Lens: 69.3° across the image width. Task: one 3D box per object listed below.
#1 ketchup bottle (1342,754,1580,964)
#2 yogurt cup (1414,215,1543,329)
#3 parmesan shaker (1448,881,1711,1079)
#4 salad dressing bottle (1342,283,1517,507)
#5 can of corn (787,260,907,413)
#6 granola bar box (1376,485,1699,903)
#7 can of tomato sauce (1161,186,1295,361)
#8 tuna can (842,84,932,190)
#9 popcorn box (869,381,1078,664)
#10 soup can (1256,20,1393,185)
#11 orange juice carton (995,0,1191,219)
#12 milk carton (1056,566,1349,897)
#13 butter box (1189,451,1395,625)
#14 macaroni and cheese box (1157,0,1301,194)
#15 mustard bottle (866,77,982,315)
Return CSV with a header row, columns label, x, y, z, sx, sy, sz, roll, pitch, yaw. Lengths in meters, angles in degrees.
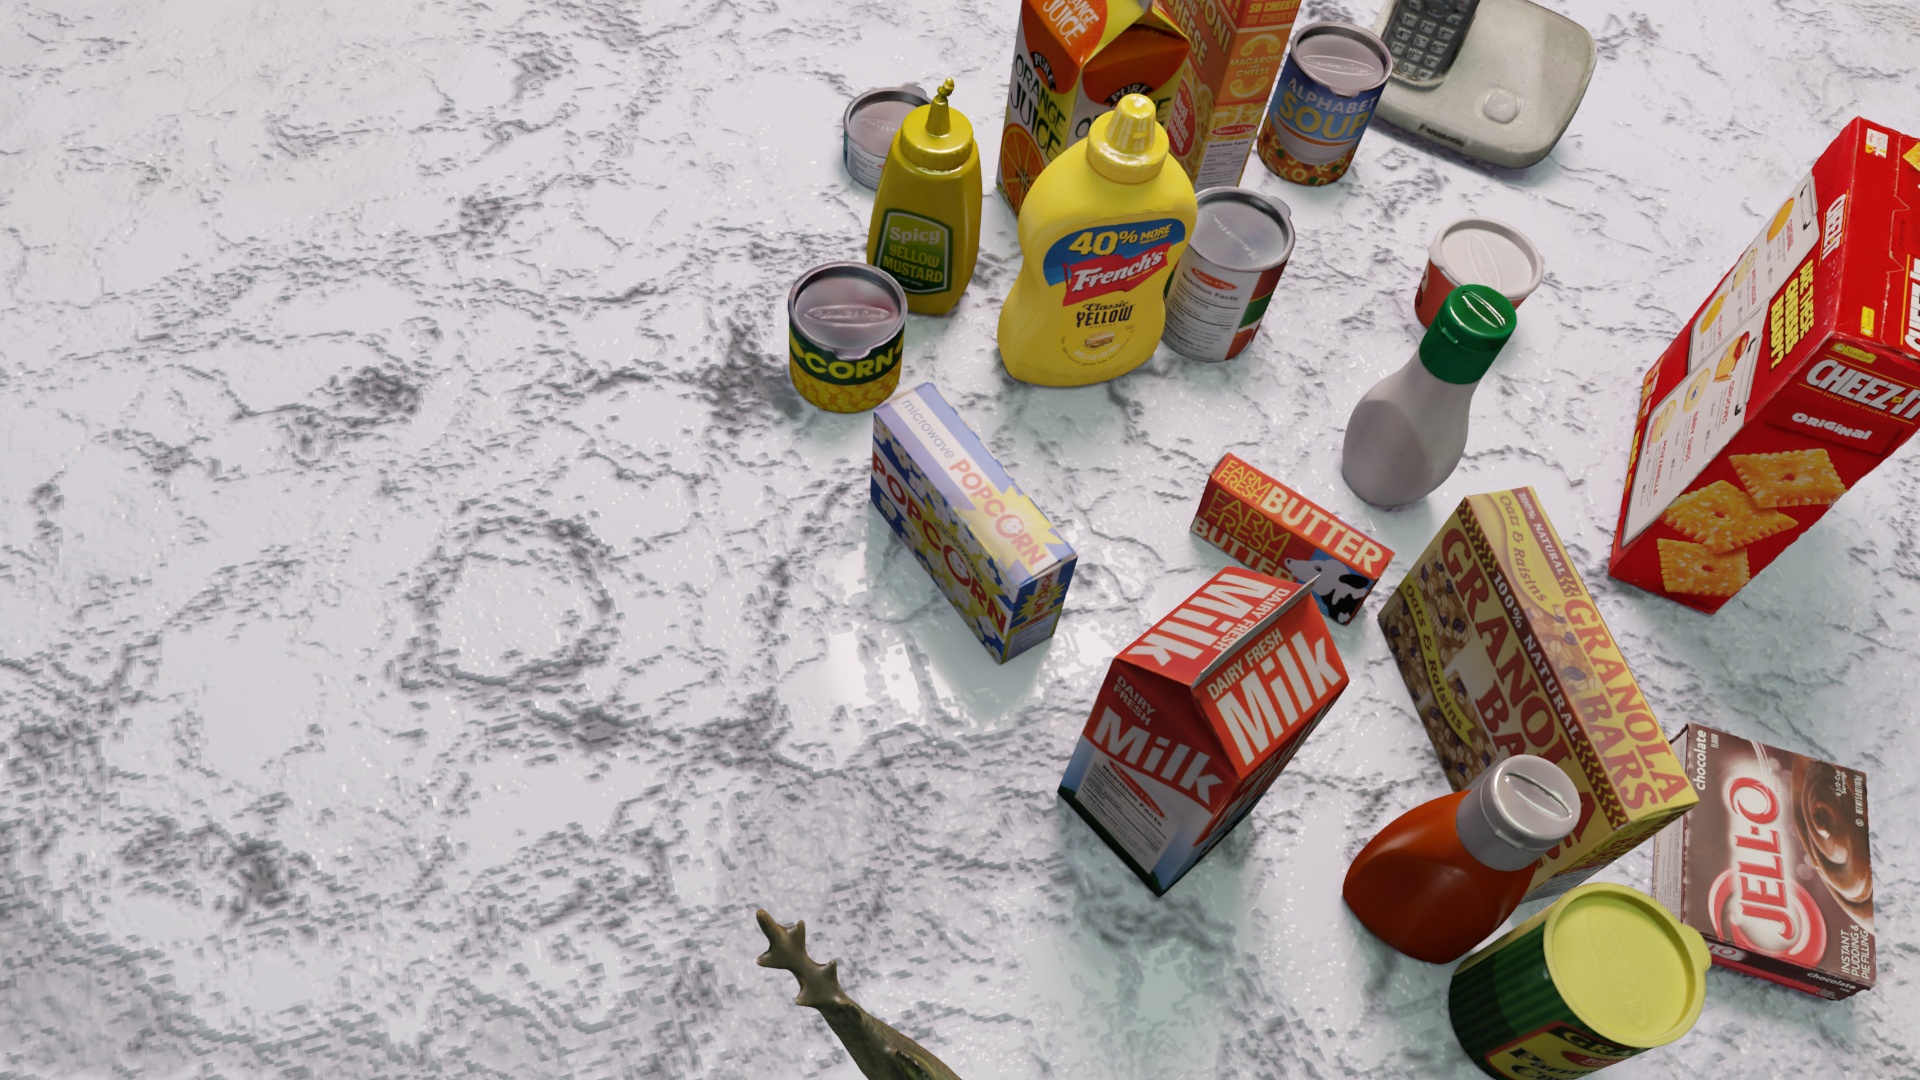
label,x,y,z,sx,sy,sz,roll,pitch,yaw
ketchup bottle,0.220,0.140,0.608,0.065,0.148,0.044,34,61,14
yogurt cup,0.317,-0.159,0.861,0.072,0.053,0.073,3,58,-4
parmesan shaker,0.267,0.197,0.605,0.071,0.102,0.071,3,58,-4
salad dressing bottle,0.251,-0.075,0.746,0.044,0.147,0.064,-28,65,-21
can of corn,-0.065,-0.112,0.788,0.071,0.058,0.071,3,58,-4
granola bar box,0.269,0.076,0.668,0.039,0.123,0.166,-9,60,-11
can of tomato sauce,0.156,-0.158,0.825,0.071,0.082,0.071,3,58,-4
tuna can,-0.042,-0.260,0.897,0.071,0.032,0.071,3,58,-4
popcorn box,0.003,-0.009,0.715,0.038,0.084,0.127,-29,66,-22
soup can,0.237,-0.284,0.912,0.071,0.083,0.071,3,58,-4
orange juice carton,0.077,-0.264,0.818,0.073,0.191,0.072,-19,62,-17
milk carton,0.106,0.080,0.609,0.072,0.189,0.073,-36,68,-24
butter box,0.176,-0.001,0.747,0.103,0.053,0.024,34,61,14
macaroni and cheese box,0.157,-0.319,0.877,0.040,0.165,0.124,-10,60,-12
mustard bottle,-0.018,-0.195,0.784,0.065,0.159,0.049,16,58,4
